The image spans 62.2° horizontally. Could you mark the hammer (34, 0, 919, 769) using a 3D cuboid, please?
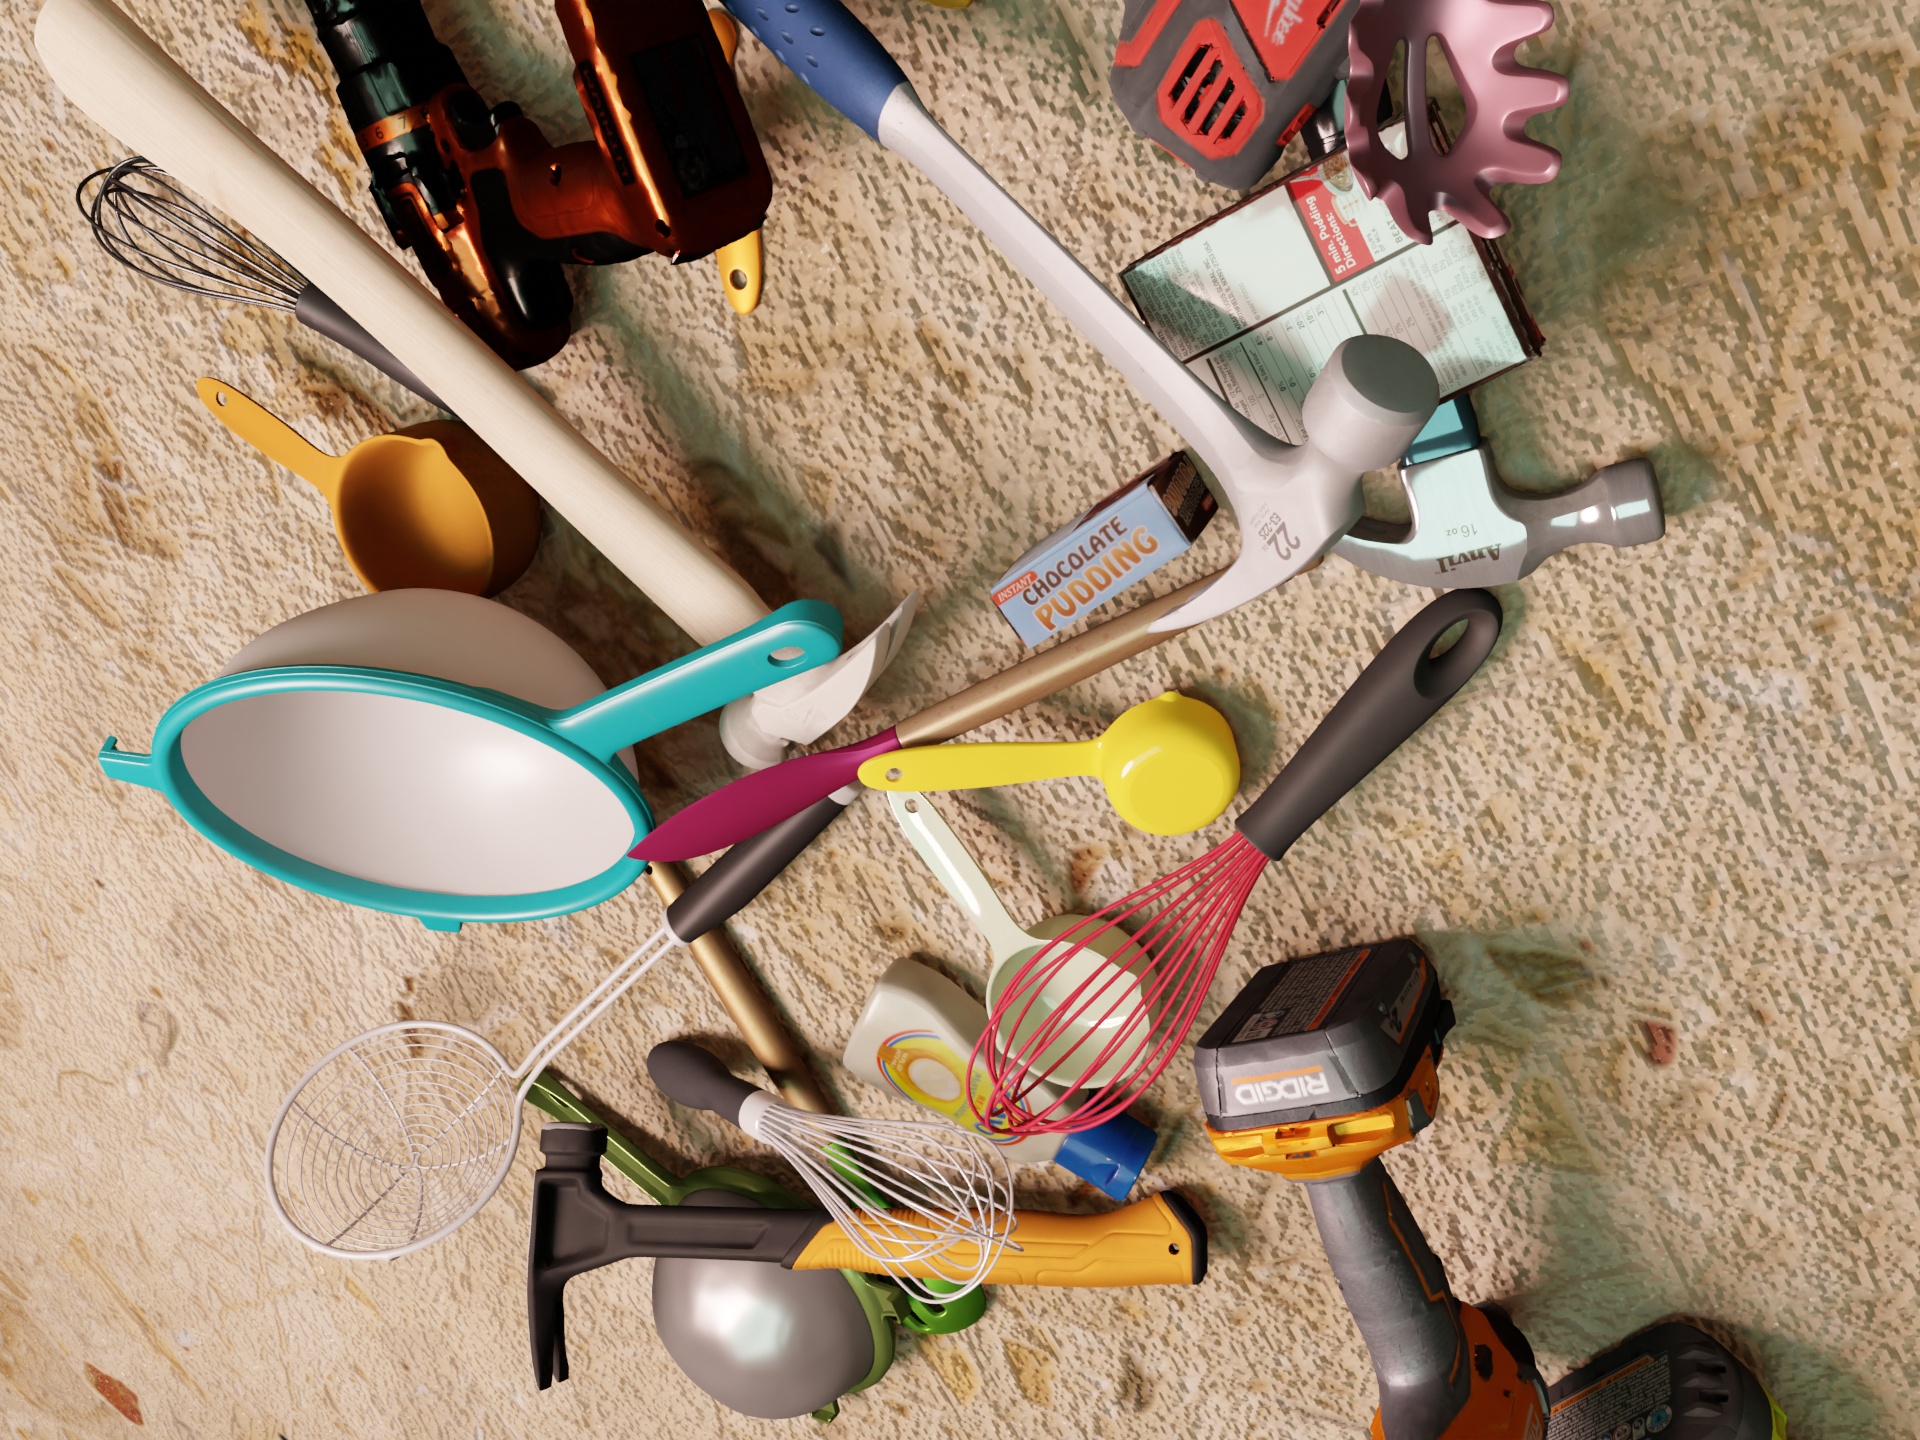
[{"bbox_3d":[-0.195,-0.143,0.642,0.410,0.038,0.146,43,146,-9],"label":"hammer"}]

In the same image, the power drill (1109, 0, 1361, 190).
[{"bbox_3d":[0.054,-0.294,0.465,0.226,0.080,0.188,36,119,-3],"label":"power drill"}]

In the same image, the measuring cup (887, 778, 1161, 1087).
[{"bbox_3d":[0.026,0.088,0.713,0.083,0.038,0.167,-35,94,31],"label":"measuring cup"}]

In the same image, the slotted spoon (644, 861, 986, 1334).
[{"bbox_3d":[-0.082,0.193,0.813,0.070,0.031,0.313,-24,100,35],"label":"slotted spoon"}]

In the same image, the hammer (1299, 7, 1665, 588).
[{"bbox_3d":[0.133,-0.200,0.539,0.128,0.033,0.331,-14,106,27],"label":"hammer"}]

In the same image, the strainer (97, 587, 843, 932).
[{"bbox_3d":[-0.185,-0.014,0.682,0.340,0.095,0.210,-20,140,29],"label":"strainer"}]

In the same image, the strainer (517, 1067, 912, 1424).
[{"bbox_3d":[-0.155,0.285,0.850,0.256,0.069,0.151,36,133,11],"label":"strainer"}]

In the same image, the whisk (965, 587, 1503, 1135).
[{"bbox_3d":[0.104,0.061,0.629,0.073,0.073,0.296,41,105,2],"label":"whisk"}]

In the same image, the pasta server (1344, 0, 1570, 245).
[{"bbox_3d":[0.121,-0.285,0.400,0.060,0.040,0.316,-7,110,-3],"label":"pasta server"}]

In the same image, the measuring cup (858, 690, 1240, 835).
[{"bbox_3d":[0.037,0.024,0.645,0.156,0.029,0.062,-3,123,-5],"label":"measuring cup"}]

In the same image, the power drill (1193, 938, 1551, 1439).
[{"bbox_3d":[0.179,0.211,0.648,0.084,0.164,0.226,-17,93,29],"label":"power drill"}]

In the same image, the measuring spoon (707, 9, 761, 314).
[{"bbox_3d":[-0.095,-0.222,0.639,0.021,0.011,0.116,5,115,21],"label":"measuring spoon"}]

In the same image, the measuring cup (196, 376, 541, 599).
[{"bbox_3d":[-0.273,-0.117,0.741,0.173,0.052,0.095,33,121,9],"label":"measuring cup"}]

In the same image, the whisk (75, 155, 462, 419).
[{"bbox_3d":[-0.295,-0.189,0.722,0.239,0.055,0.055,29,121,5],"label":"whisk"}]

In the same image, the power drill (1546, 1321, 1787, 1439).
[{"bbox_3d":[0.346,0.386,0.688,0.228,0.080,0.190,41,122,-1],"label":"power drill"}]

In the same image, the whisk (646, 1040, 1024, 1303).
[{"bbox_3d":[-0.073,0.195,0.739,0.285,0.070,0.070,8,119,50],"label":"whisk"}]

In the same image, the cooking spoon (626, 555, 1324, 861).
[{"bbox_3d":[-0.001,-0.002,0.653,0.319,0.068,0.017,-25,74,17],"label":"cooking spoon"}]

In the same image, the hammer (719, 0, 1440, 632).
[{"bbox_3d":[-0.017,-0.197,0.549,0.406,0.035,0.144,48,150,14],"label":"hammer"}]

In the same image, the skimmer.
[{"bbox_3d":[-0.196,0.130,0.766,0.363,0.090,0.127,-42,53,20],"label":"skimmer"}]

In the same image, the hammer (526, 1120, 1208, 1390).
[{"bbox_3d":[-0.049,0.261,0.774,0.337,0.034,0.127,-2,76,10],"label":"hammer"}]
